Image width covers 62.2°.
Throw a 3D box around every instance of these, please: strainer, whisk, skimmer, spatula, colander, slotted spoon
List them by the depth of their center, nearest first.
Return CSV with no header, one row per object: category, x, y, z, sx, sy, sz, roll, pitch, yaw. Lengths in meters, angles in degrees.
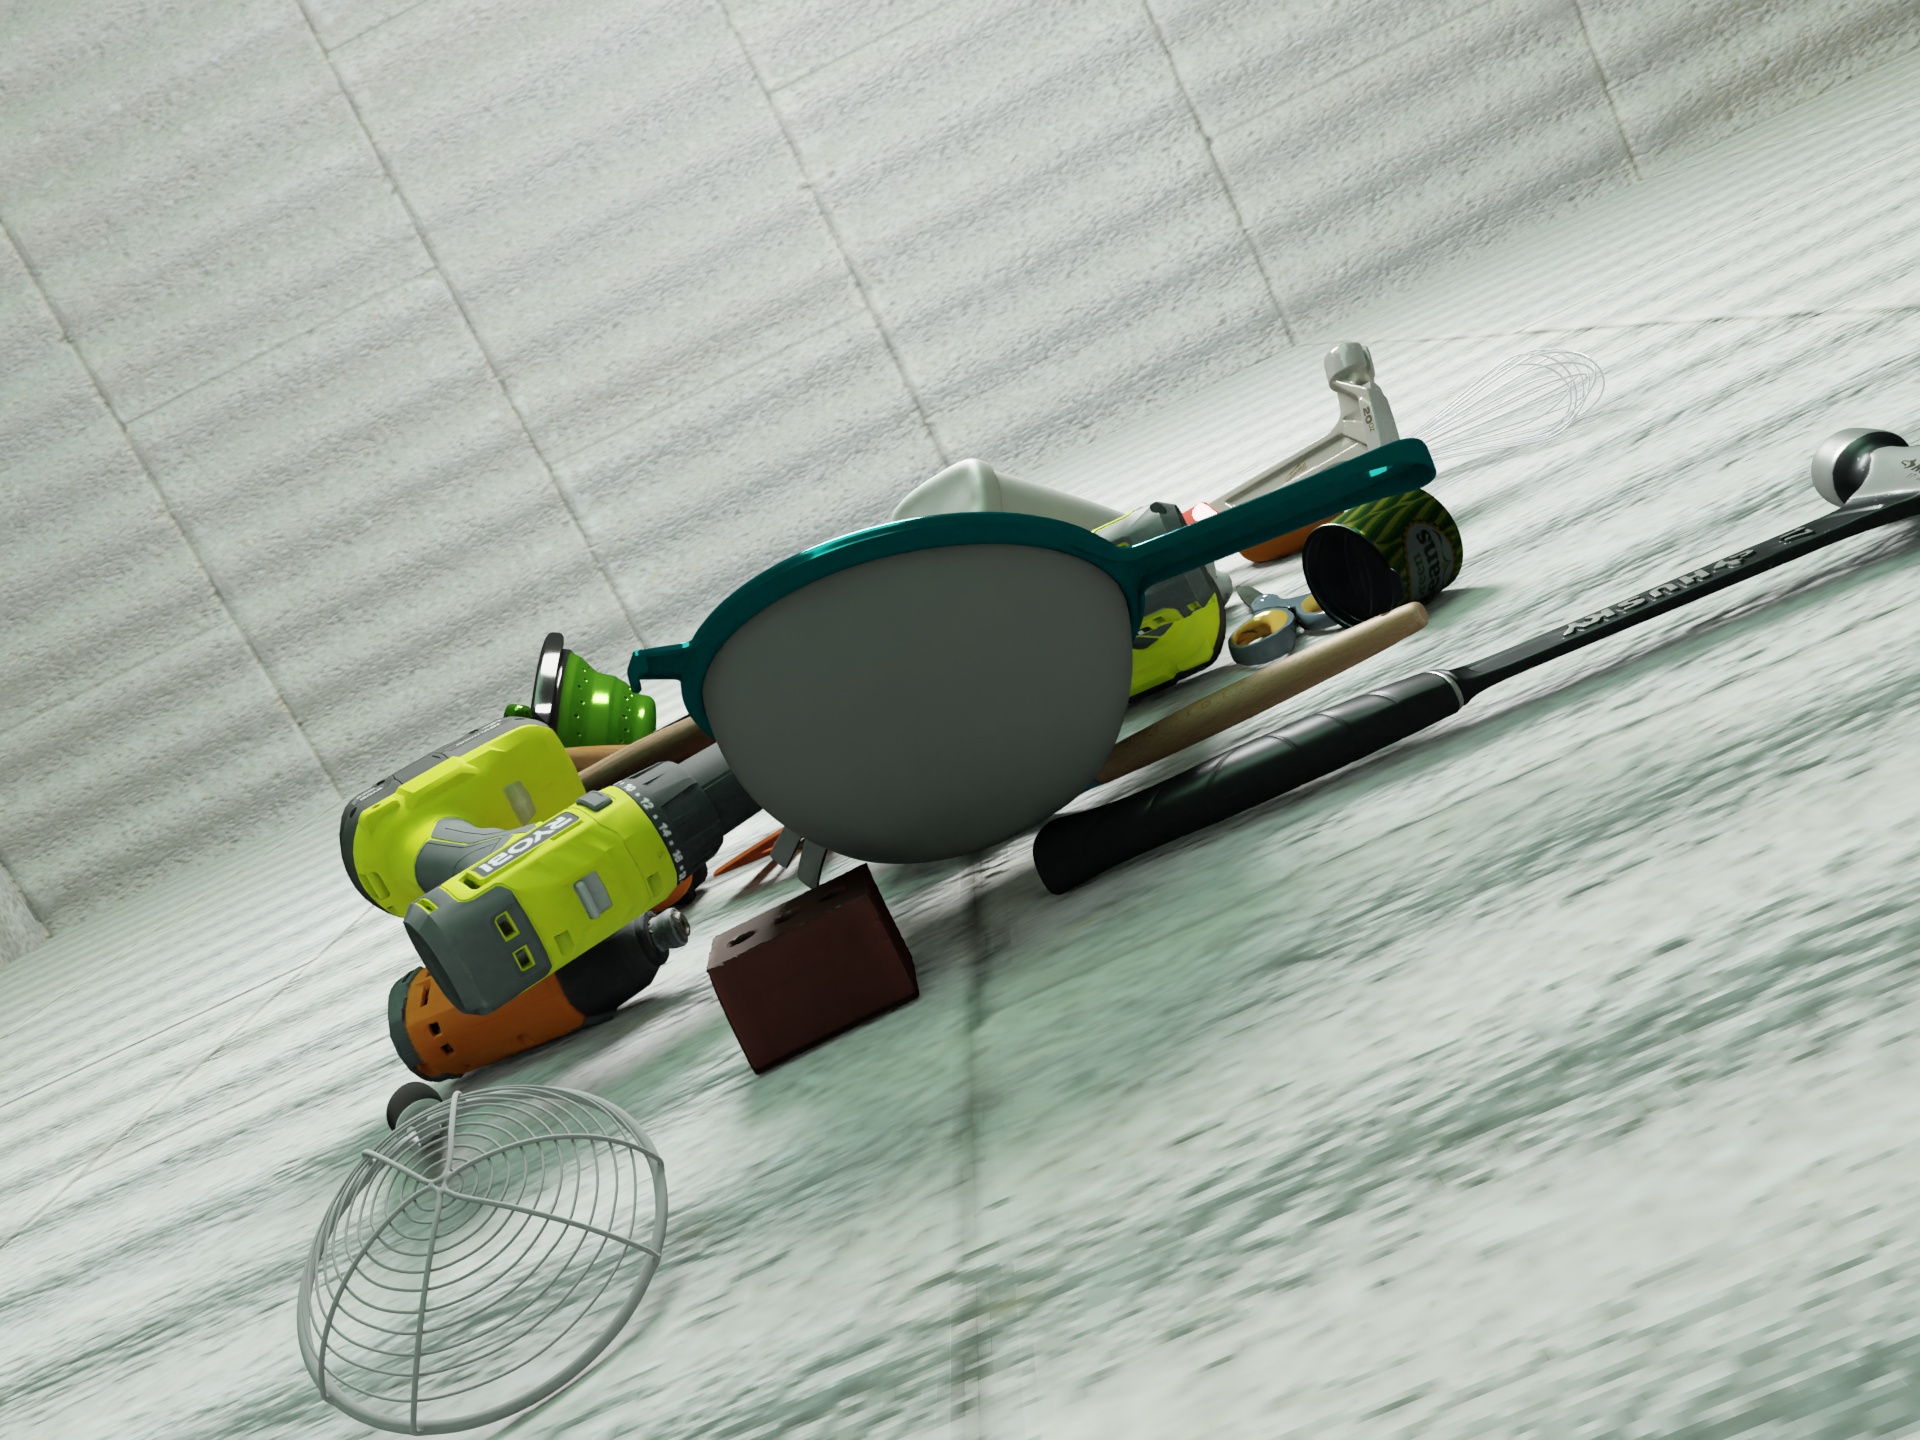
skimmer,-0.205,0.194,0.653,0.127,0.090,0.363,-33,3,-22
strainer,0.045,-0.016,0.677,0.340,0.095,0.210,-21,-27,18
spatula,0.081,0.006,0.777,0.317,0.044,0.082,-28,4,36
spatula,-0.098,0.021,1.091,0.081,0.041,0.323,-32,19,17
whisk,0.342,-0.205,1.194,0.284,0.070,0.070,-22,11,40
slotted spoon,-0.232,0.026,1.208,0.070,0.031,0.313,-29,-8,15
colander,-0.289,0.024,1.241,0.094,0.204,0.397,4,-6,-9

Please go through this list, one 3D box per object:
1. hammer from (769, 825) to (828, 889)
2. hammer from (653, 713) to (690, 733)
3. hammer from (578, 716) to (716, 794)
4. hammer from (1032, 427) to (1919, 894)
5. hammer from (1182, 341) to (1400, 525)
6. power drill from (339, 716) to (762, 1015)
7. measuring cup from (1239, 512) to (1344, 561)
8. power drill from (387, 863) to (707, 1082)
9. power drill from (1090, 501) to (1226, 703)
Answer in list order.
hammer,-0.002,-0.003,1.000,0.337,0.034,0.127,-31,-28,-60
hammer,-0.098,-0.030,1.097,0.146,0.035,0.335,-34,9,-31
hammer,-0.183,0.016,1.008,0.331,0.031,0.130,-23,-16,40
hammer,0.219,-0.017,0.663,0.409,0.036,0.149,-24,12,10
hammer,0.164,-0.125,1.158,0.036,0.149,0.359,15,-30,-38
power drill,-0.218,0.059,0.839,0.190,0.080,0.229,-34,24,-28
measuring cup,0.207,-0.141,1.205,0.173,0.052,0.095,-22,12,30
power drill,-0.216,0.113,0.923,0.164,0.084,0.227,-22,15,9
power drill,0.060,-0.049,0.869,0.171,0.080,0.223,-24,-8,14
